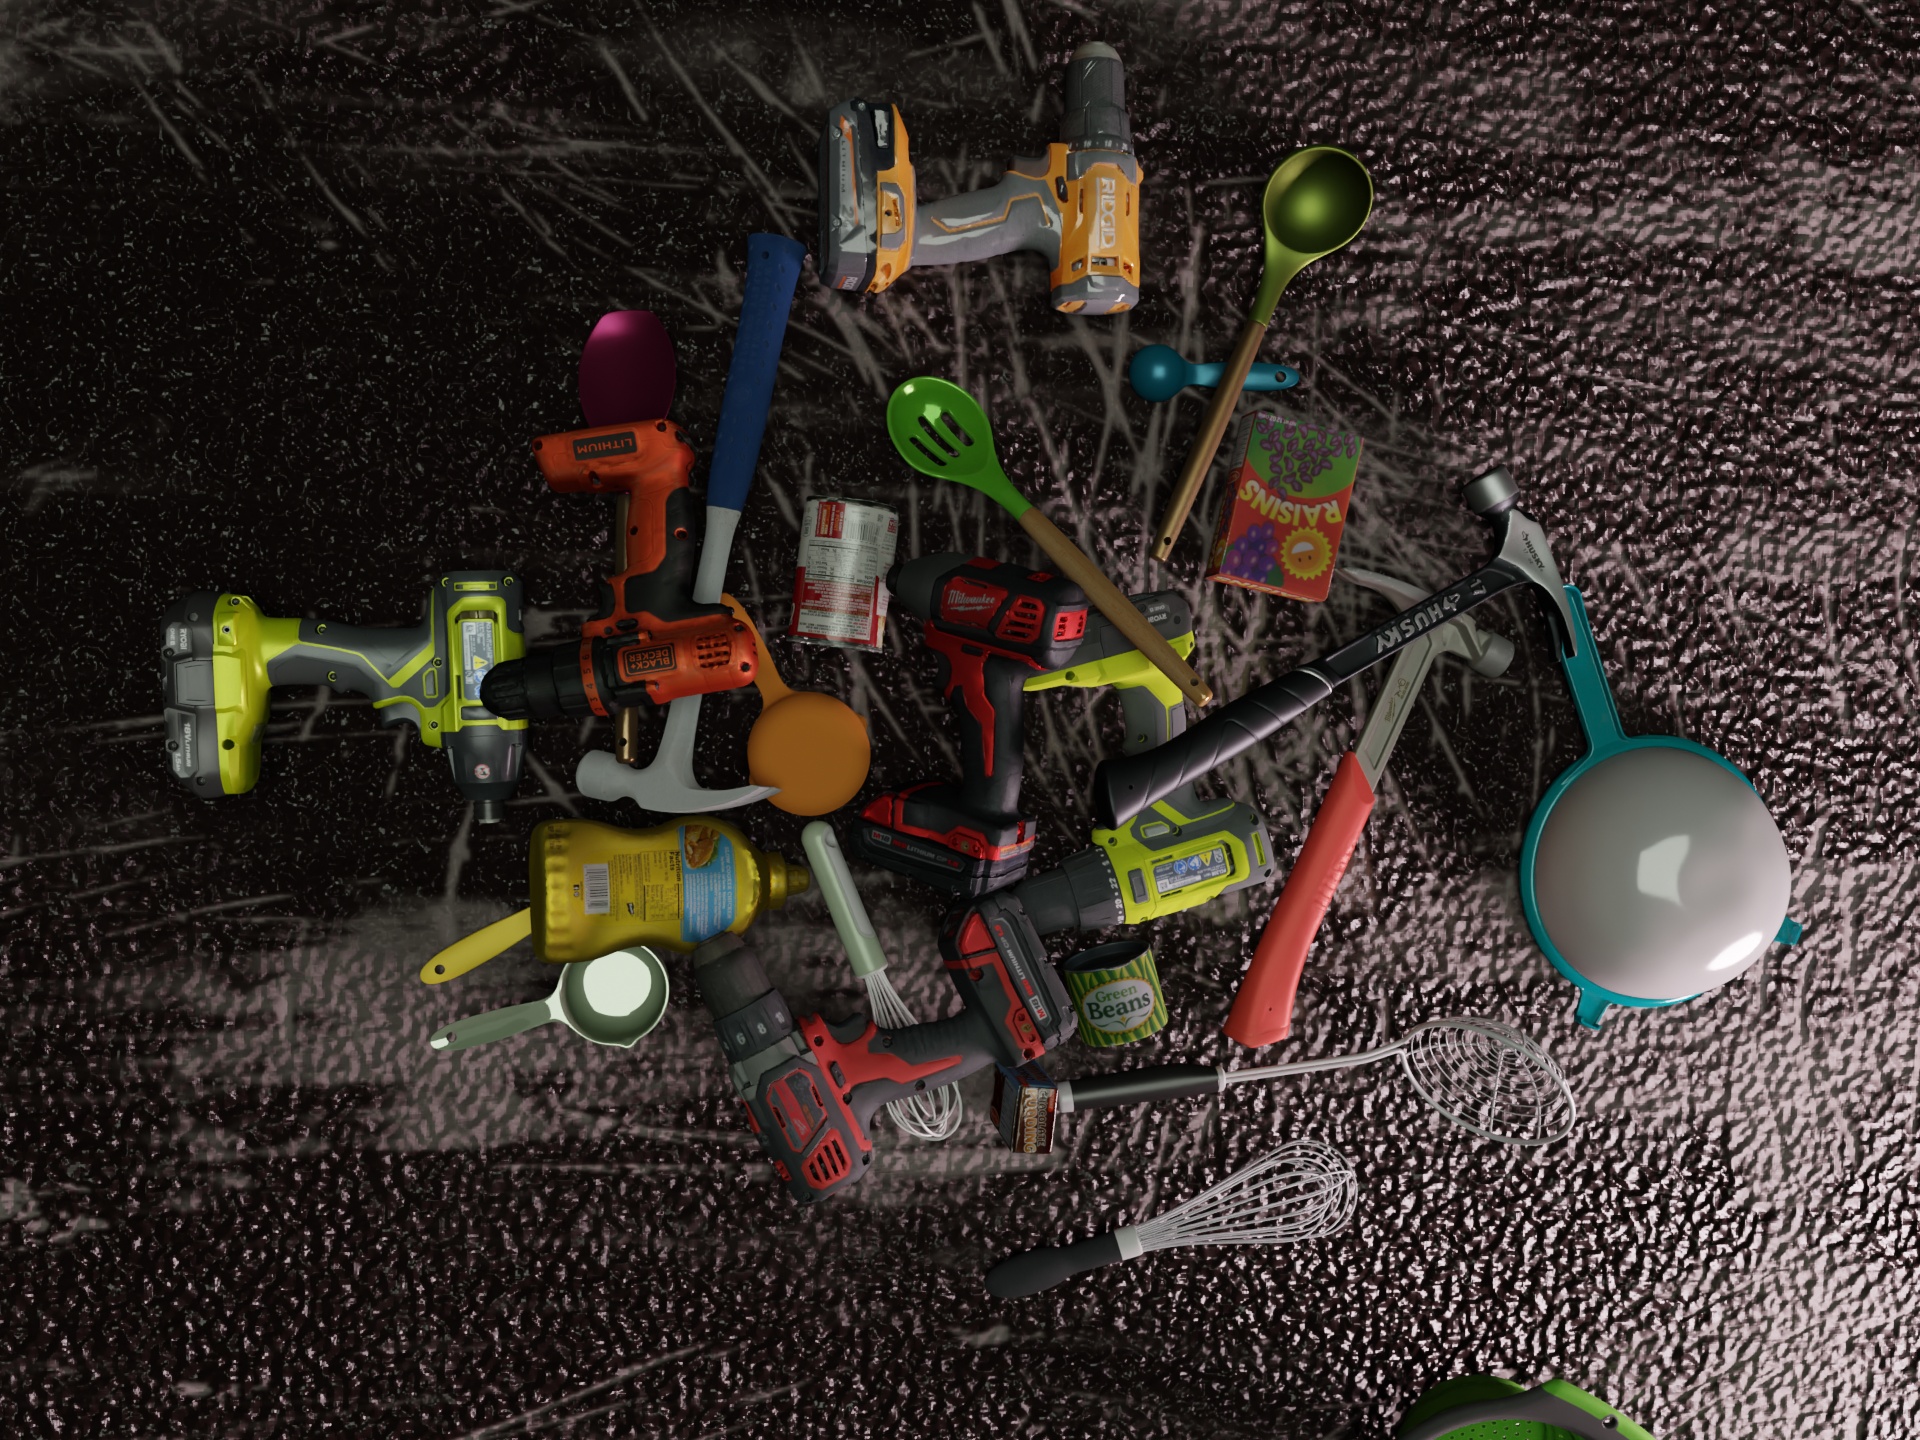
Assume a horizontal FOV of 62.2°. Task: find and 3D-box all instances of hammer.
[{"bbox_3d":[-0.160,-0.134,1.099,0.144,0.035,0.405,10,87,20],"label":"hammer"},{"bbox_3d":[0.264,-0.032,1.117,0.409,0.036,0.149,-29,89,-18],"label":"hammer"},{"bbox_3d":[0.273,0.071,1.180,0.149,0.037,0.359,25,89,-7],"label":"hammer"}]

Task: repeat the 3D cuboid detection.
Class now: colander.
[{"bbox_3d":[0.344,0.620,1.199,0.204,0.094,0.397,34,106,-8],"label":"colander"}]

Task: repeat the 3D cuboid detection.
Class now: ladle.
[{"bbox_3d":[0.205,-0.261,1.132,0.078,0.062,0.320,24,85,-11],"label":"ladle"}]

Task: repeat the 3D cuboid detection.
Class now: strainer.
[{"bbox_3d":[0.514,0.059,1.179,0.211,0.095,0.340,-21,96,-5],"label":"strainer"}]

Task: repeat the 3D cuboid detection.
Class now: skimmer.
[{"bbox_3d":[0.255,0.278,1.159,0.363,0.090,0.127,-6,137,-3],"label":"skimmer"}]

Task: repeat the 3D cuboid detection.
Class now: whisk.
[{"bbox_3d":[0.154,0.374,1.173,0.284,0.070,0.070,-16,95,-1],"label":"whisk"},{"bbox_3d":[-0.060,0.187,1.140,0.059,0.058,0.246,-21,91,27],"label":"whisk"}]

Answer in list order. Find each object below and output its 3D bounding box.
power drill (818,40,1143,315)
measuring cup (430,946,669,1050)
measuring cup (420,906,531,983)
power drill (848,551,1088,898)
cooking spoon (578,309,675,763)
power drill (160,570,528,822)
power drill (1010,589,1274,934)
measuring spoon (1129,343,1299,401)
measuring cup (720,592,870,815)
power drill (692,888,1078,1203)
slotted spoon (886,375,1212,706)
[{"bbox_3d":[0.017,-0.382,1.107,0.226,0.084,0.185,0,92,-11],"label":"power drill"},{"bbox_3d":[-0.286,0.199,1.117,0.167,0.038,0.083,-15,95,-4],"label":"measuring cup"},{"bbox_3d":[-0.308,0.144,1.113,0.156,0.029,0.062,-29,96,-8],"label":"measuring cup"},{"bbox_3d":[-0.002,-0.003,1.081,0.143,0.078,0.219,18,105,27],"label":"power drill"},{"bbox_3d":[-0.229,-0.129,1.094,0.069,0.017,0.319,-1,82,3],"label":"cooking spoon"},{"bbox_3d":[-0.407,-0.013,1.072,0.223,0.080,0.171,-2,92,-10],"label":"power drill"},{"bbox_3d":[0.107,0.035,1.138,0.190,0.080,0.228,-16,97,-6],"label":"power drill"},{"bbox_3d":[0.188,-0.254,1.160,0.128,0.021,0.042,0,93,-7],"label":"measuring spoon"},{"bbox_3d":[-0.127,-0.013,1.117,0.095,0.052,0.173,-29,98,-5],"label":"measuring cup"},{"bbox_3d":[-0.056,0.194,1.081,0.226,0.080,0.188,-27,88,-16],"label":"power drill"},{"bbox_3d":[0.061,-0.123,1.096,0.070,0.031,0.314,-38,73,-14],"label":"slotted spoon"}]
